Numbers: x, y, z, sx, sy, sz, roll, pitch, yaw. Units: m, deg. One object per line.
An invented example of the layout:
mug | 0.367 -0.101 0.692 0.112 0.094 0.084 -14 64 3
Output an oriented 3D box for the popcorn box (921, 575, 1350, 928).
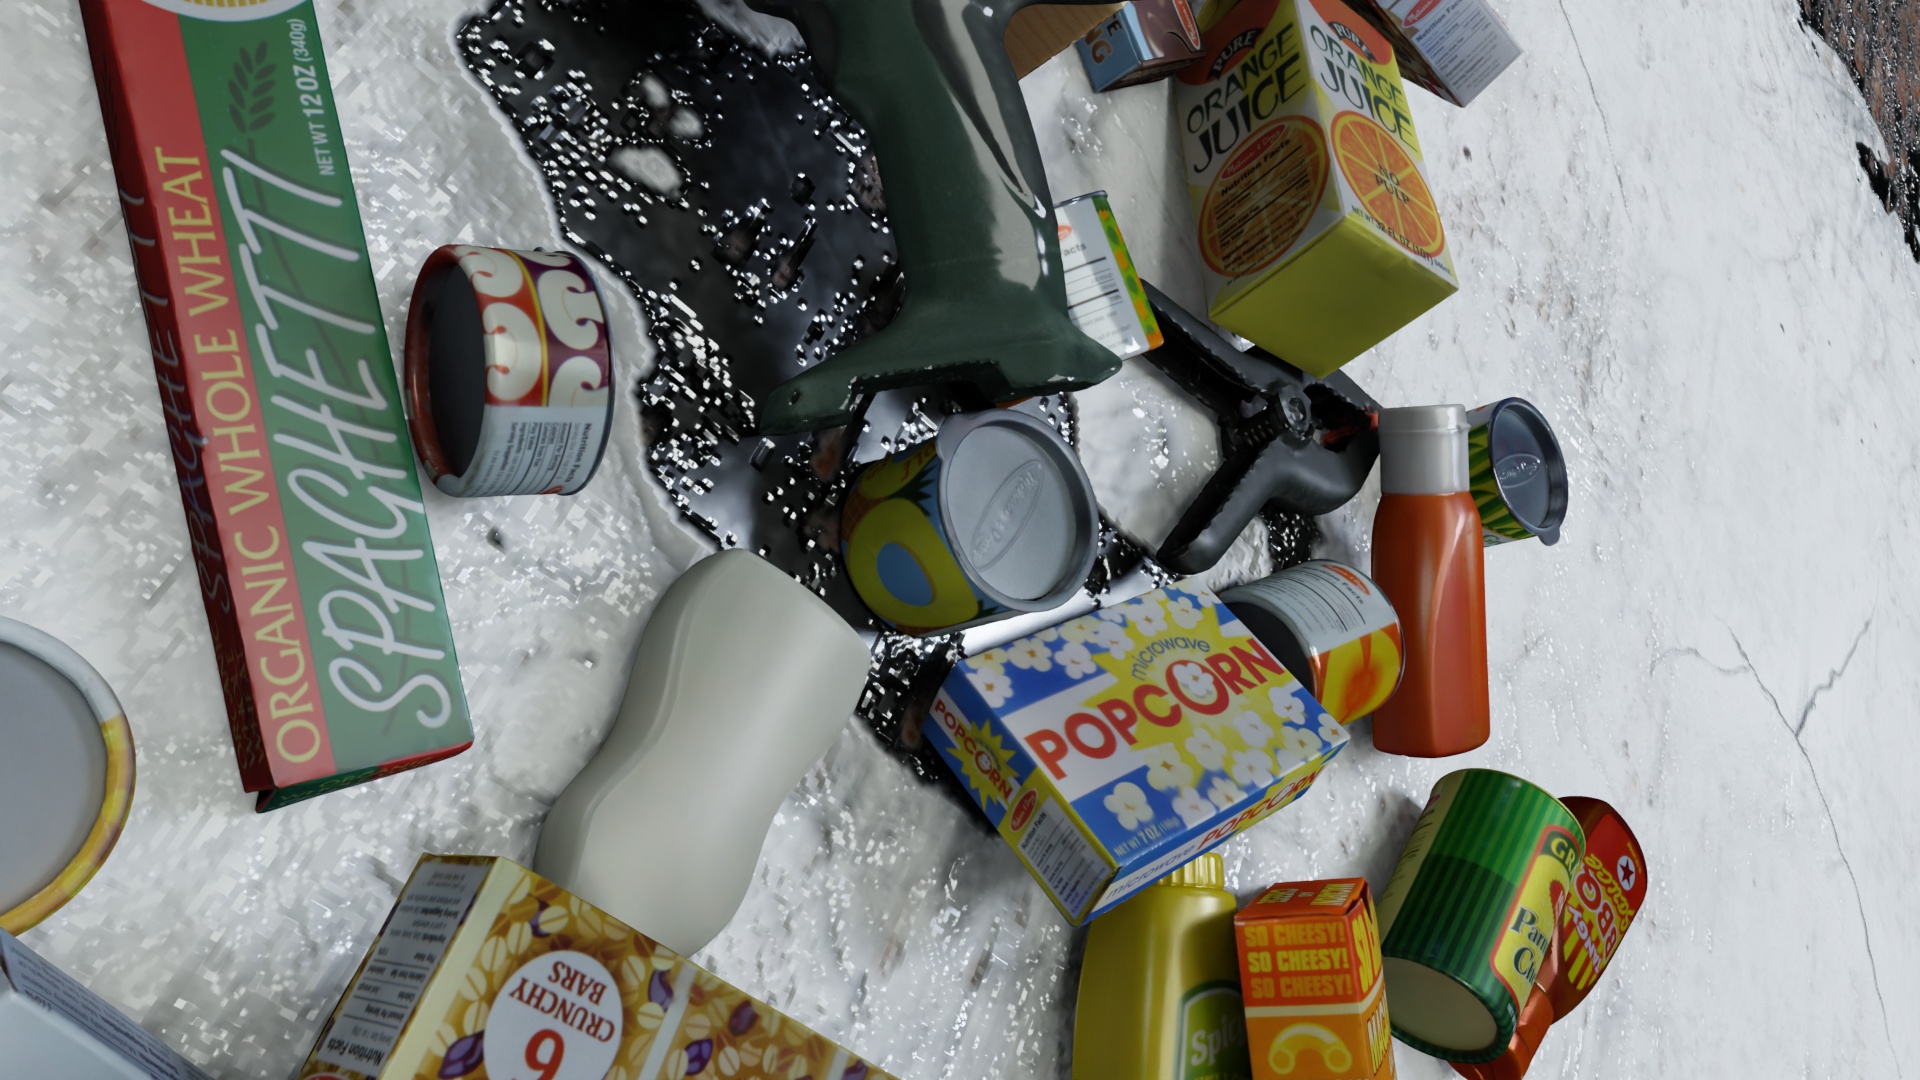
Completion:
popcorn box | 0.061 0.066 0.474 0.127 0.038 0.085 -16 54 -40

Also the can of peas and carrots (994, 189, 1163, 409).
can of peas and carrots | 0.033 -0.085 0.503 0.071 0.070 0.058 -25 94 -40

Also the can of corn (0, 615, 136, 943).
can of corn | -0.206 0.052 0.275 0.071 0.058 0.071 12 71 -36

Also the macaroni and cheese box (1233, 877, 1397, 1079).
macaroni and cheese box | 0.131 0.206 0.476 0.123 0.040 0.166 24 59 -69

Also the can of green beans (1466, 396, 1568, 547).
can of green beans | 0.244 -0.029 0.659 0.071 0.057 0.071 12 70 -36

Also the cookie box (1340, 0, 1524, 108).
cookie box | 0.174 -0.284 0.645 0.167 0.040 0.123 38 18 -24

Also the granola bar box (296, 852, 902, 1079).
granola bar box | -0.077 0.162 0.312 0.165 0.039 0.125 43 54 -33

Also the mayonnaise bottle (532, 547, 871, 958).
mayonnaise bottle | -0.081 0.076 0.381 0.064 0.041 0.149 41 57 -23

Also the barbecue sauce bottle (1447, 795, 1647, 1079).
barbecue sauce bottle | 0.261 0.181 0.624 0.149 0.043 0.064 -36 104 -39

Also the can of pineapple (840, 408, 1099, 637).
can of pineapple | 0.002 -0.006 0.458 0.071 0.057 0.071 12 70 -36

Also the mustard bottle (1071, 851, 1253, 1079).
mustard bottle | 0.070 0.157 0.473 0.065 0.048 0.160 17 68 -40

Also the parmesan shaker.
parmesan shaker | 0.210 0.156 0.577 0.071 0.071 0.103 53 52 -15

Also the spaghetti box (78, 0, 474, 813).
spaghetti box | -0.176 -0.060 0.350 0.050 0.028 0.250 -11 84 -39

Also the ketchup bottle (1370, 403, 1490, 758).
ketchup bottle | 0.203 0.016 0.602 0.065 0.043 0.148 -7 96 -48

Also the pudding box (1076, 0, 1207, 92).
pudding box | 0.067 -0.238 0.594 0.050 0.030 0.083 -27 95 -41

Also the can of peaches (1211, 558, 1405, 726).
can of peaches | 0.128 0.047 0.541 0.058 0.071 0.071 -14 87 -41

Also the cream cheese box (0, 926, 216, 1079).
cream cheese box | -0.172 0.122 0.266 0.053 0.024 0.103 -42 136 -21

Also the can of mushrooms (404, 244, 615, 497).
can of mushrooms | -0.121 -0.046 0.367 0.033 0.071 0.071 -4 81 -38

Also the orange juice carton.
orange juice carton | 0.144 -0.174 0.597 0.072 0.072 0.193 21 52 -32
